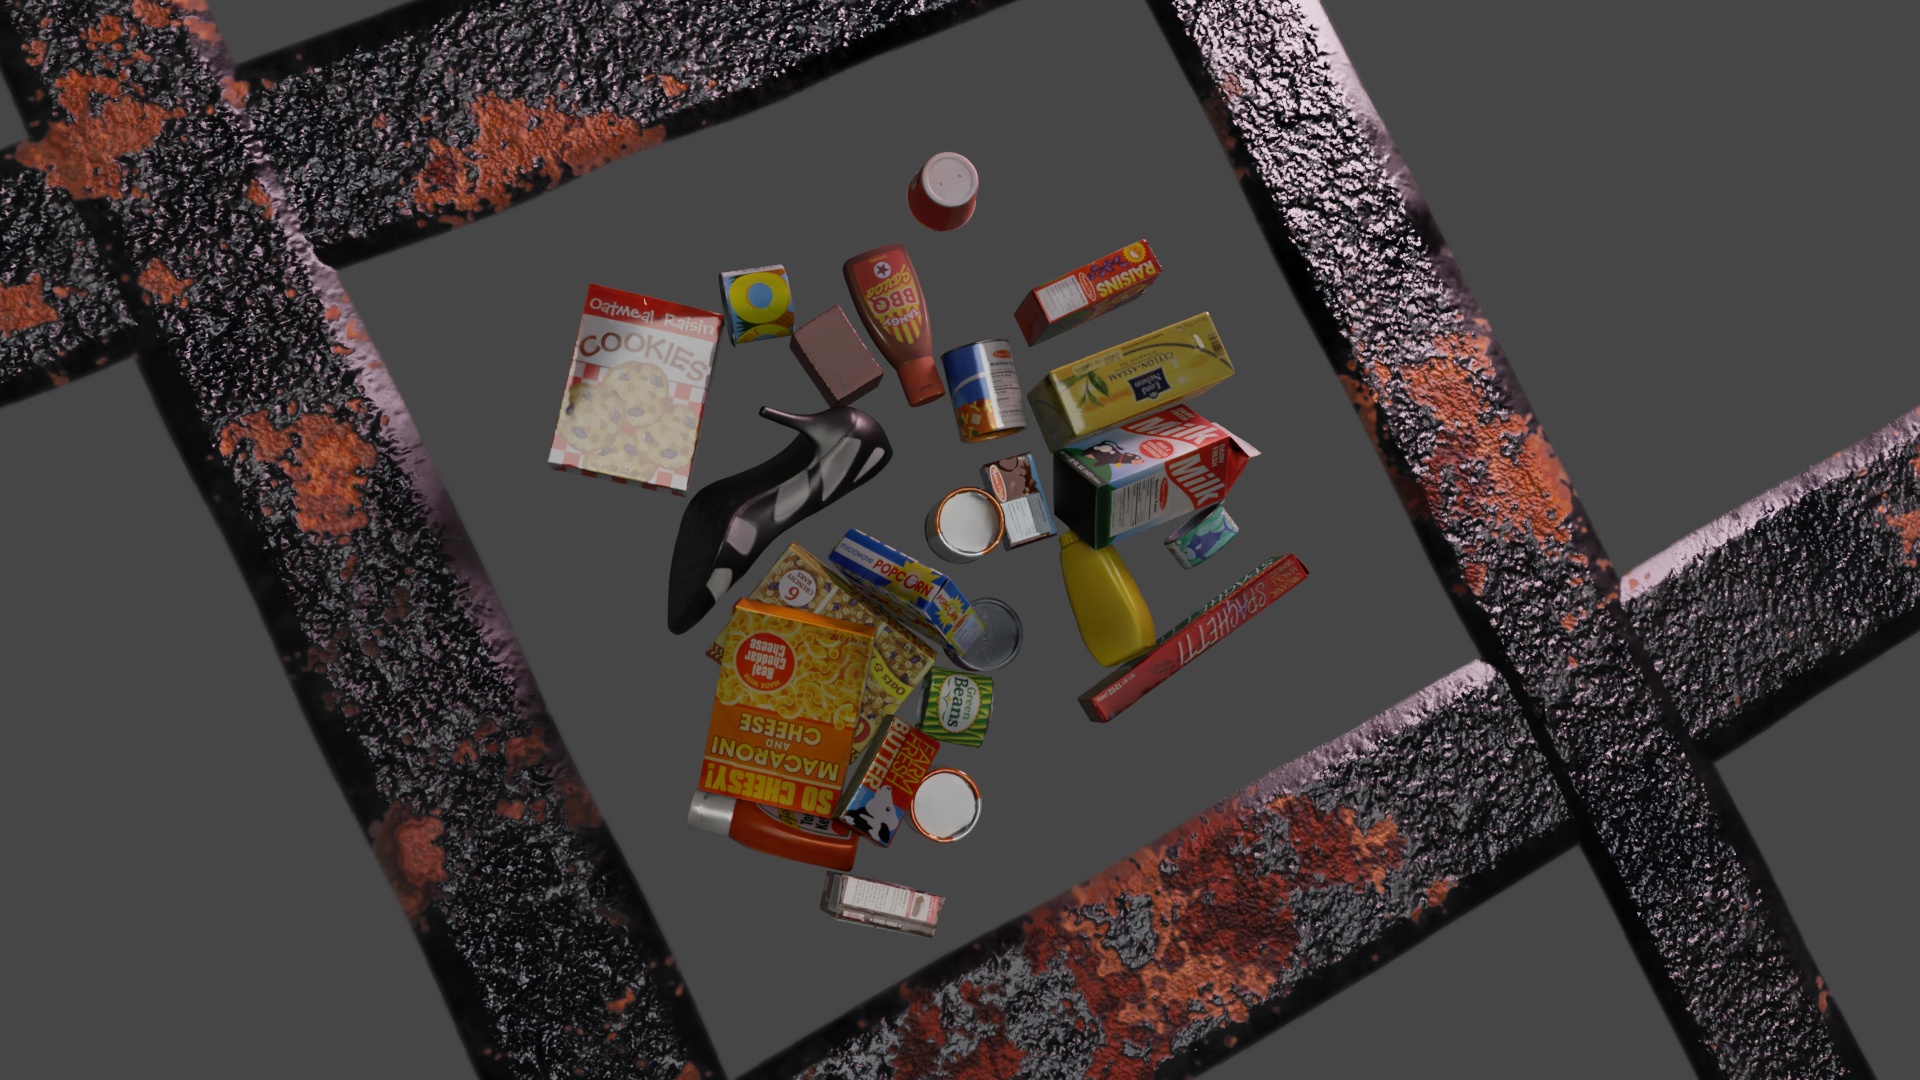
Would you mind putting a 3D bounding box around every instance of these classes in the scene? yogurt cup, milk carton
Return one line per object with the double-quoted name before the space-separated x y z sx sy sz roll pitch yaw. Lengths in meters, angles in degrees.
"yogurt cup" -0.014 -0.334 1.320 0.072 0.054 0.072 1 84 -10
"milk carton" 0.183 -0.067 1.288 0.191 0.072 0.073 -21 130 -23

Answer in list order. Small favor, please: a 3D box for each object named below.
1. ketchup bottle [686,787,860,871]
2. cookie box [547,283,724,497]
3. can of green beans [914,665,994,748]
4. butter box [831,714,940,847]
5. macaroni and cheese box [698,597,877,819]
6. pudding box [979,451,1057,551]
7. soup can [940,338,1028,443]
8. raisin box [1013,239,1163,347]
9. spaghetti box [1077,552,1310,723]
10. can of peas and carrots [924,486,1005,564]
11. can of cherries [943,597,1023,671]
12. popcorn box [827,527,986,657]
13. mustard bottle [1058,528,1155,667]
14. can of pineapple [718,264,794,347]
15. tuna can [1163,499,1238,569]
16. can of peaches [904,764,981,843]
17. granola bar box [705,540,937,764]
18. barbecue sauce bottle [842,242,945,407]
"ketchup bottle" -0.162 0.249 1.213 0.149 0.065 0.043 12 109 -3
"cookie box" -0.289 -0.134 1.248 0.123 0.040 0.167 12 81 -9
"can of green beans" -0.006 0.150 1.251 0.058 0.071 0.071 12 81 -9
"butter box" -0.063 0.207 1.197 0.053 0.024 0.104 37 69 -21
"macaroni and cheese box" -0.148 0.144 1.197 0.124 0.040 0.166 13 100 1
"pudding box" 0.055 -0.037 1.306 0.050 0.030 0.083 -17 86 -11
"soup can" 0.021 -0.138 1.297 0.071 0.071 0.084 -12 86 -12
"raisin box" 0.120 -0.233 1.315 0.124 0.086 0.040 -26 87 -13
"spaghetti box" 0.220 0.090 1.311 0.251 0.050 0.028 -34 92 -13
"can of peas and carrots" 0.005 -0.016 1.279 0.071 0.058 0.071 1 83 -11
"can of cherries" 0.016 0.086 1.268 0.071 0.058 0.071 1 84 -11
"popcorn box" -0.047 0.045 1.217 0.127 0.085 0.038 26 72 38
"mustard bottle" 0.128 0.036 1.295 0.065 0.049 0.160 -26 75 23
"can of pineapple" -0.185 -0.213 1.265 0.058 0.071 0.071 -11 85 -12
"tuna can" 0.230 -0.006 1.316 0.071 0.071 0.033 -38 92 -13
"can of peaches" -0.020 0.234 1.242 0.071 0.058 0.071 1 83 -11
"granola bar box" -0.122 0.100 1.230 0.165 0.039 0.124 38 98 -4
"barbecue sauce bottle" -0.057 -0.199 1.299 0.065 0.043 0.148 -20 87 -12
